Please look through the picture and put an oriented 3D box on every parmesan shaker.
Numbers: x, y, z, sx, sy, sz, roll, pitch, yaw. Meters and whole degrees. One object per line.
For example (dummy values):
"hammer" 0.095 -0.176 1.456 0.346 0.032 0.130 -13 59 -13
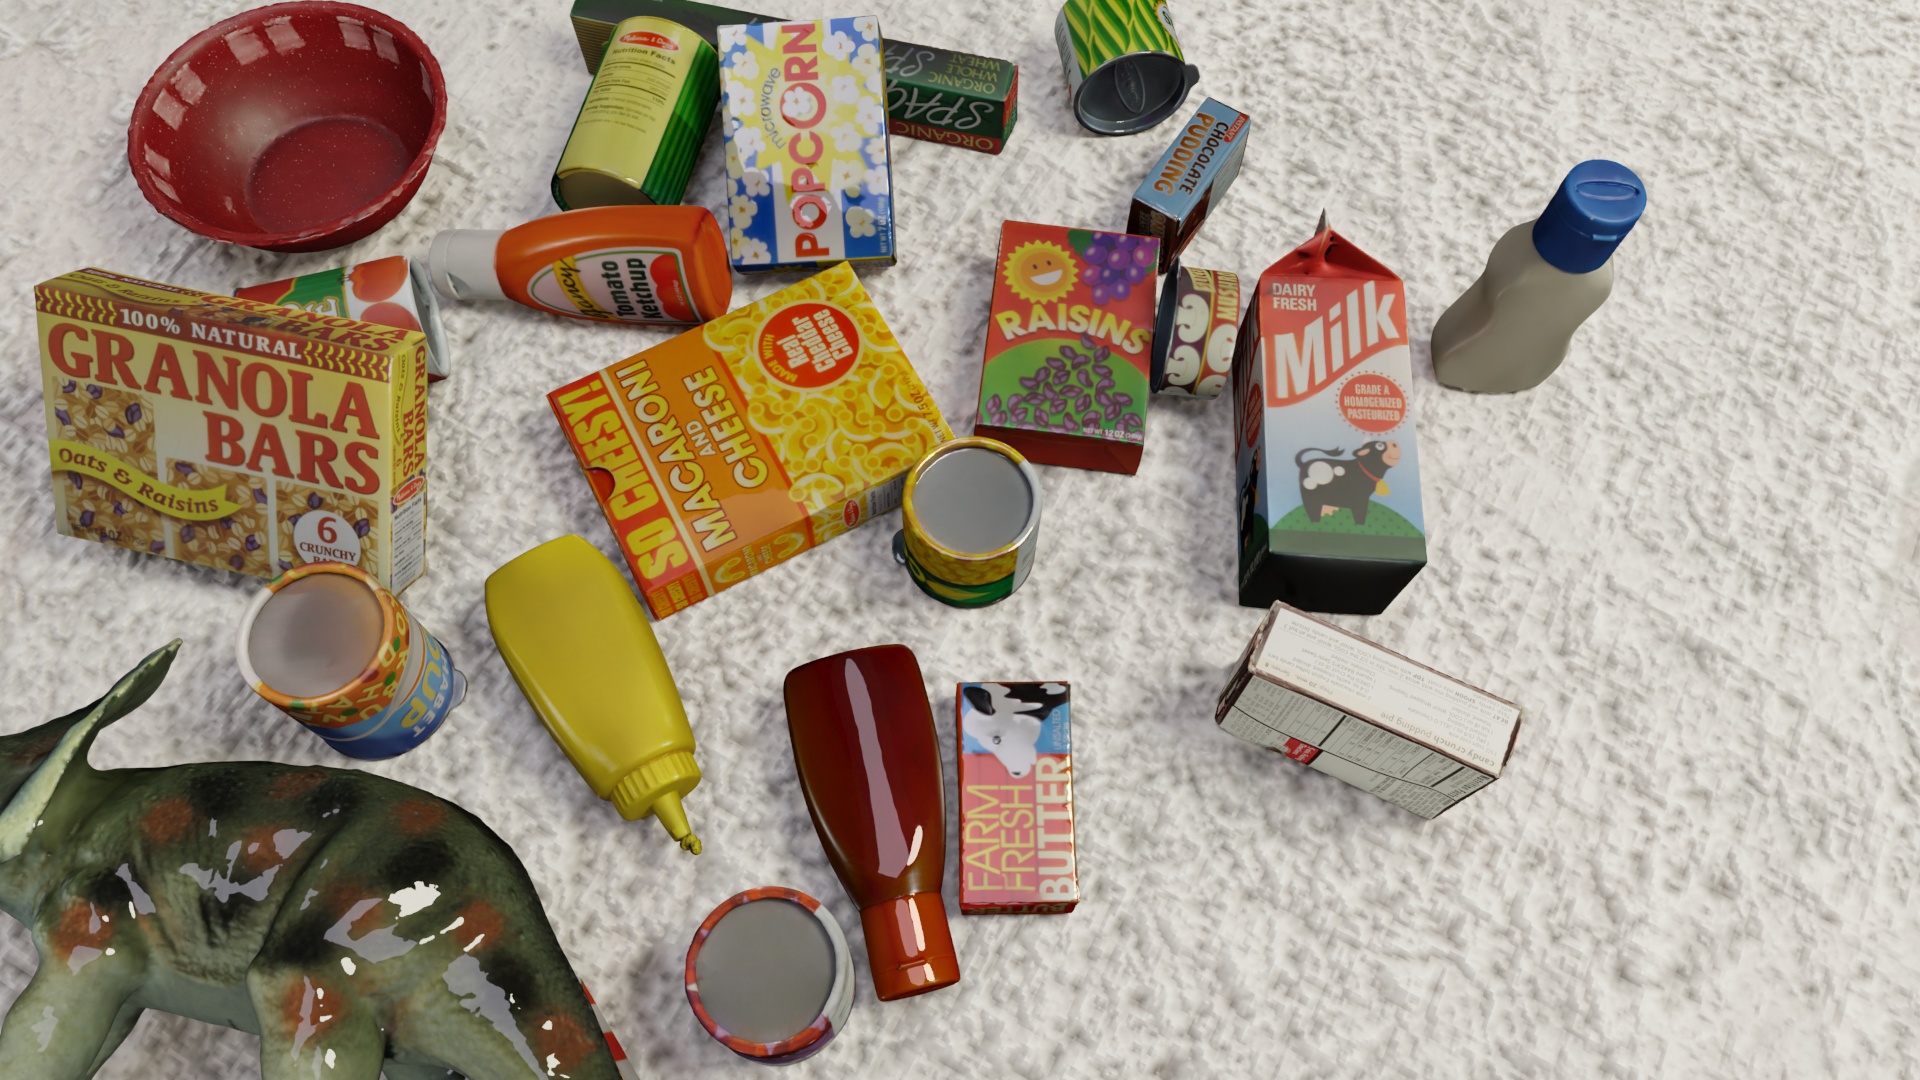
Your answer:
"parmesan shaker" -0.175 -0.219 0.747 0.071 0.071 0.103 12 67 4

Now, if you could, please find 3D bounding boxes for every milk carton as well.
"milk carton" 0.177 -0.066 0.684 0.073 0.072 0.191 3 66 0

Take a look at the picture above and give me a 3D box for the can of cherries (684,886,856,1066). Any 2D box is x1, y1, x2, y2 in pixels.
"can of cherries" -0.080 0.181 0.575 0.071 0.058 0.072 1 66 -2

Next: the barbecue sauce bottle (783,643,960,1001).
"barbecue sauce bottle" -0.034 0.123 0.610 0.065 0.043 0.149 -13 68 -4

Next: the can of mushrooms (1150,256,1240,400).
"can of mushrooms" 0.118 -0.107 0.702 0.033 0.070 0.071 8 66 0

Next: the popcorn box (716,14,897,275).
"popcorn box" -0.080 -0.205 0.729 0.085 0.038 0.126 -3 92 2

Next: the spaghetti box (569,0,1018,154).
"spaghetti box" -0.092 -0.264 0.777 0.250 0.050 0.029 12 69 4

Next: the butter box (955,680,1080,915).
"butter box" 0.024 0.115 0.626 0.053 0.024 0.104 0 66 -2

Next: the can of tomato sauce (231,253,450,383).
"can of tomato sauce" -0.305 -0.101 0.689 0.083 0.071 0.071 -15 68 -8

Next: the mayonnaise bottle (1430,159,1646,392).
"mayonnaise bottle" 0.280 -0.123 0.671 0.065 0.147 0.041 3 66 0

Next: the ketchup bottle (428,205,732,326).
"ketchup bottle" -0.196 -0.142 0.716 0.149 0.064 0.044 3 51 9

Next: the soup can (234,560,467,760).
"soup can" -0.266 0.054 0.613 0.071 0.083 0.071 1 66 -2

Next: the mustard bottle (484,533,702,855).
"mustard bottle" -0.157 0.075 0.625 0.065 0.048 0.160 -28 71 -13

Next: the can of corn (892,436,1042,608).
"can of corn" 0.002 -0.008 0.661 0.071 0.058 0.071 1 66 -1

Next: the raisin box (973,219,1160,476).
"raisin box" 0.056 -0.100 0.714 0.086 0.040 0.124 6 67 2

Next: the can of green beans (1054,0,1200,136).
"can of green beans" 0.090 -0.270 0.776 0.071 0.071 0.058 -8 66 -5

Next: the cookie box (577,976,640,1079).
"cookie box" -0.195 0.271 0.542 0.168 0.040 0.123 -34 71 -15

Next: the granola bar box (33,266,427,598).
"granola bar box" -0.332 -0.048 0.641 0.166 0.123 0.039 12 23 3

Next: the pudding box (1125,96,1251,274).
"pudding box" 0.123 -0.192 0.751 0.030 0.049 0.084 31 69 13

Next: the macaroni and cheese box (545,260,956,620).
"macaroni and cheese box" -0.102 -0.053 0.688 0.167 0.040 0.124 -26 69 -13
